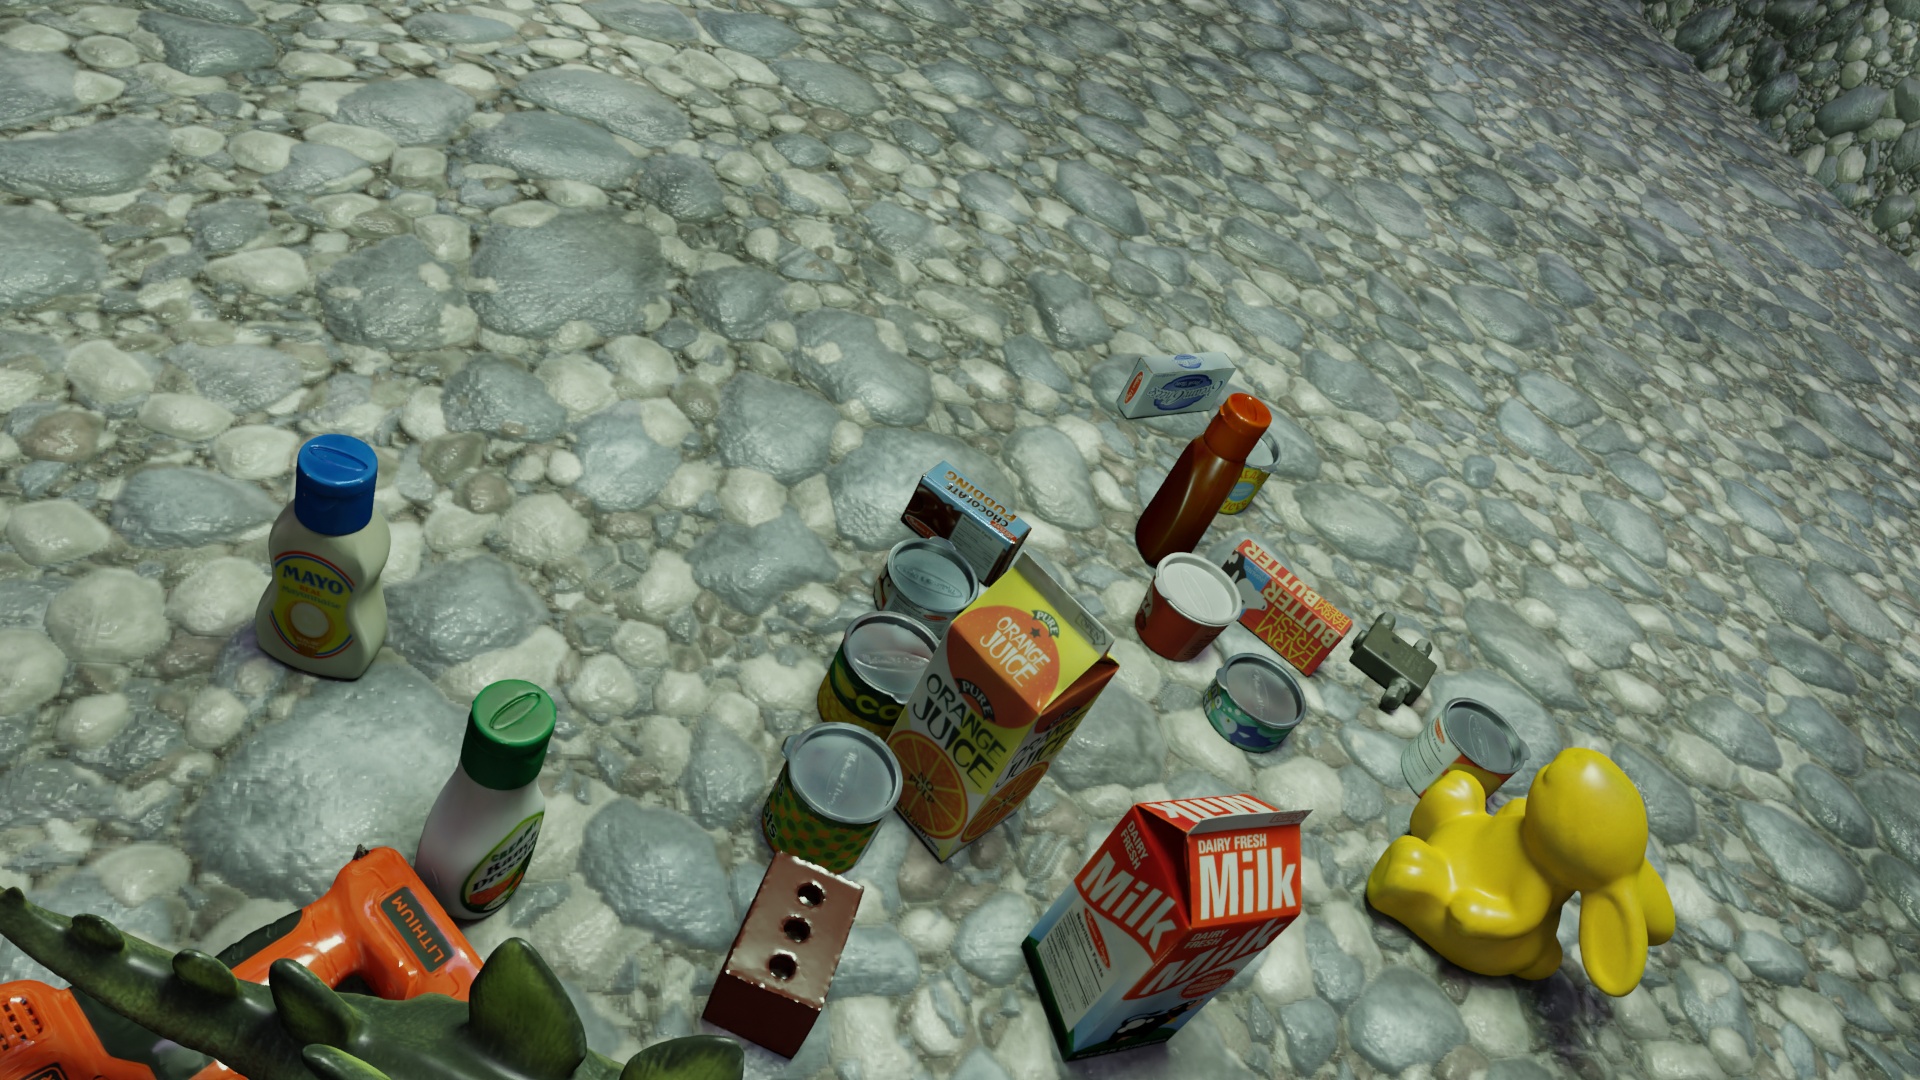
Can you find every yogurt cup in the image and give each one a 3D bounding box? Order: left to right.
[{"bbox_3d":[0.163,0.051,1.012,0.072,0.053,0.073,15,42,-14],"label":"yogurt cup"}]

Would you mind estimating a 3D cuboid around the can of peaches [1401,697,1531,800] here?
[{"bbox_3d":[0.365,0.158,1.007,0.071,0.057,0.071,15,42,-14],"label":"can of peaches"}]

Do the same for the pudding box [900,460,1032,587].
[{"bbox_3d":[0.004,-0.012,0.995,0.084,0.049,0.030,37,41,11],"label":"pudding box"}]

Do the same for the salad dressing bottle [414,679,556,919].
[{"bbox_3d":[-0.222,0.124,0.657,0.044,0.146,0.064,38,42,11],"label":"salad dressing bottle"}]

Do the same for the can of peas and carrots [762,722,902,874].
[{"bbox_3d":[-0.075,0.145,0.782,0.071,0.058,0.071,15,42,-14],"label":"can of peas and carrots"}]

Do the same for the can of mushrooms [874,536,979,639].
[{"bbox_3d":[-0.023,0.032,0.947,0.071,0.033,0.071,15,42,-14],"label":"can of mushrooms"}]

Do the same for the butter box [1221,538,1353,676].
[{"bbox_3d":[0.241,0.051,1.054,0.103,0.052,0.024,40,42,14],"label":"butter box"}]

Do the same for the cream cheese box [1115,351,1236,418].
[{"bbox_3d":[0.189,-0.137,1.221,0.104,0.053,0.024,-9,53,-35],"label":"cream cheese box"}]

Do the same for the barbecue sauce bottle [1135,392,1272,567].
[{"bbox_3d":[0.183,-0.046,1.051,0.044,0.147,0.065,17,42,-12],"label":"barbecue sauce bottle"}]

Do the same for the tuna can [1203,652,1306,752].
[{"bbox_3d":[0.206,0.114,0.985,0.071,0.032,0.071,15,42,-14],"label":"tuna can"}]

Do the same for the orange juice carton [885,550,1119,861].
[{"bbox_3d":[0.023,0.092,0.788,0.073,0.191,0.072,-24,62,-42],"label":"orange juice carton"}]

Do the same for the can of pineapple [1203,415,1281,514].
[{"bbox_3d":[0.225,-0.063,1.160,0.071,0.057,0.071,15,42,-14],"label":"can of pineapple"}]

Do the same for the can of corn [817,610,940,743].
[{"bbox_3d":[-0.049,0.089,0.855,0.071,0.058,0.071,15,42,-14],"label":"can of corn"}]

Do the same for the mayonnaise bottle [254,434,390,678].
[{"bbox_3d":[-0.327,0.009,0.719,0.065,0.147,0.041,20,41,-9],"label":"mayonnaise bottle"}]

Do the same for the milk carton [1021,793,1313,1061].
[{"bbox_3d":[0.110,0.195,0.730,0.072,0.189,0.074,1,47,-28],"label":"milk carton"}]
